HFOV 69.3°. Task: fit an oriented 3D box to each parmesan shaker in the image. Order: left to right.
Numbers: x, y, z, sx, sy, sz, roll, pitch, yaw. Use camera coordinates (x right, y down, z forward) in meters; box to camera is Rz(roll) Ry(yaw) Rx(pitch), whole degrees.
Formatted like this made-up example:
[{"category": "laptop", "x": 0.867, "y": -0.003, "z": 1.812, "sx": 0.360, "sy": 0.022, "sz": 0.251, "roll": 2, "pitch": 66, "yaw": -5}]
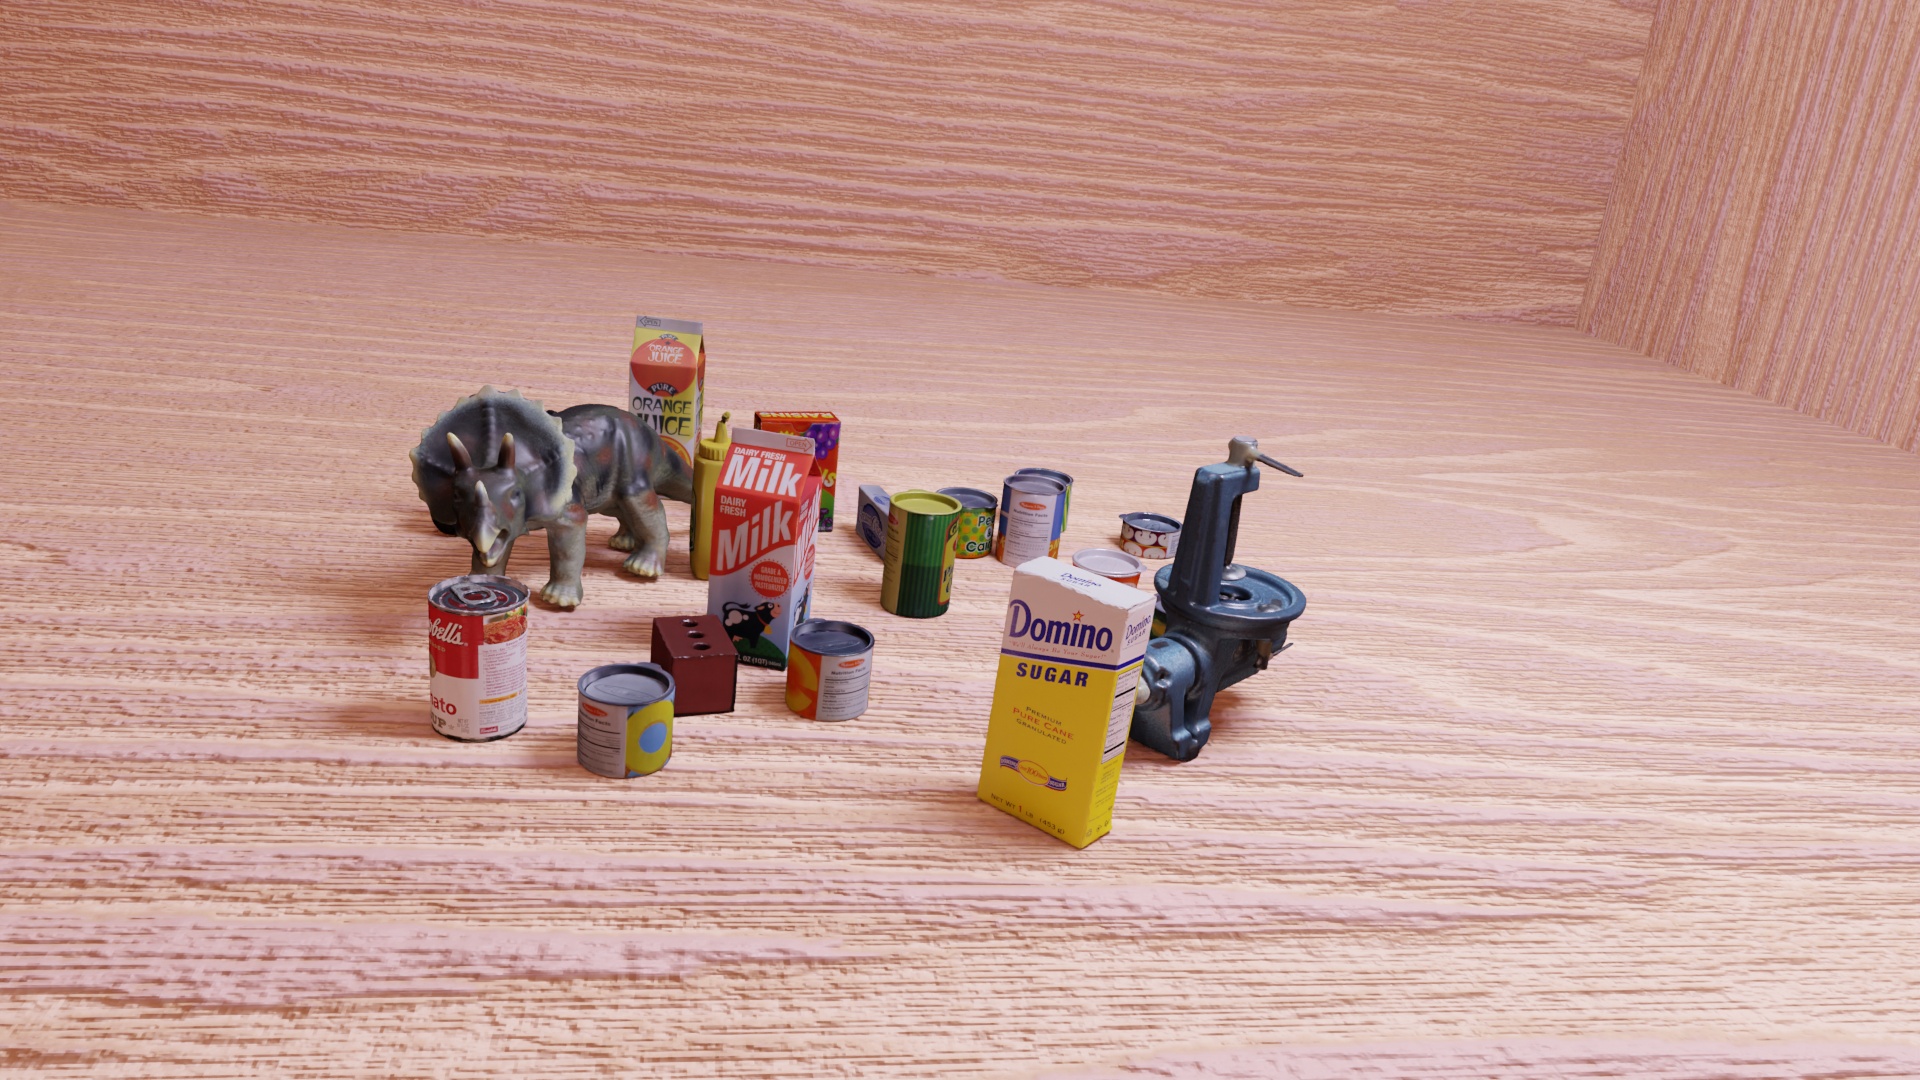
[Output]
[{"category": "parmesan shaker", "x": -0.038, "y": 0.012, "z": 1.283, "sx": 0.071, "sy": 0.102, "sz": 0.071, "roll": 6, "pitch": 19, "yaw": -2}]

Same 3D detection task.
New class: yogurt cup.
[{"category": "yogurt cup", "x": 0.137, "y": 0.043, "z": 1.324, "sx": 0.072, "sy": 0.053, "sz": 0.072, "roll": 6, "pitch": 19, "yaw": -2}]

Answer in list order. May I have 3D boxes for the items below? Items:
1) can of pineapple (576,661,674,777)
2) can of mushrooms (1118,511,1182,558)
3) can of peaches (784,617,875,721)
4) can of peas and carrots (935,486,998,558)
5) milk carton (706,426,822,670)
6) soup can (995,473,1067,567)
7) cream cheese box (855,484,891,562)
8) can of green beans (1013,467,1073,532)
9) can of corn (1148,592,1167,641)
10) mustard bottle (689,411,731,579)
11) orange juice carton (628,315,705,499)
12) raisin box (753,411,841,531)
[{"category": "can of pineapple", "x": -0.233, "y": 0.125, "z": 0.971, "sx": 0.071, "sy": 0.057, "sz": 0.071, "roll": 6, "pitch": 19, "yaw": -2}, {"category": "can of mushrooms", "x": 0.205, "y": -0.006, "z": 1.515, "sx": 0.071, "sy": 0.033, "sz": 0.071, "roll": 6, "pitch": 19, "yaw": -2}, {"category": "can of peaches", "x": -0.103, "y": 0.100, "z": 1.082, "sx": 0.071, "sy": 0.057, "sz": 0.071, "roll": 6, "pitch": 19, "yaw": -2}, {"category": "can of peas and carrots", "x": 0.005, "y": -0.018, "z": 1.447, "sx": 0.071, "sy": 0.058, "sz": 0.071, "roll": 6, "pitch": 19, "yaw": -2}, {"category": "milk carton", "x": -0.160, "y": 0.002, "z": 1.139, "sx": 0.072, "sy": 0.189, "sz": 0.074, "roll": 9, "pitch": 19, "yaw": 7}, {"category": "soup can", "x": 0.073, "y": -0.020, "z": 1.438, "sx": 0.071, "sy": 0.083, "sz": 0.071, "roll": 6, "pitch": 19, "yaw": -2}, {"category": "cream cheese box", "x": -0.080, "y": -0.017, "z": 1.423, "sx": 0.024, "sy": 0.053, "sz": 0.104, "roll": -2, "pitch": 21, "yaw": -23}, {"category": "can of green beans", "x": 0.090, "y": -0.044, "z": 1.548, "sx": 0.071, "sy": 0.057, "sz": 0.071, "roll": 6, "pitch": 19, "yaw": -2}, {"category": "can of corn", "x": 0.196, "y": 0.084, "z": 1.222, "sx": 0.071, "sy": 0.058, "sz": 0.071, "roll": 6, "pitch": 19, "yaw": -2}, {"category": "mustard bottle", "x": -0.226, "y": -0.045, "z": 1.296, "sx": 0.049, "sy": 0.159, "sz": 0.065, "roll": 1, "pitch": 20, "yaw": -15}, {"category": "orange juice carton", "x": -0.318, "y": -0.146, "z": 1.502, "sx": 0.072, "sy": 0.192, "sz": 0.073, "roll": 5, "pitch": 19, "yaw": -5}, {"category": "raisin box", "x": -0.173, "y": -0.071, "z": 1.442, "sx": 0.086, "sy": 0.123, "sz": 0.040, "roll": -1, "pitch": 20, "yaw": -21}]
